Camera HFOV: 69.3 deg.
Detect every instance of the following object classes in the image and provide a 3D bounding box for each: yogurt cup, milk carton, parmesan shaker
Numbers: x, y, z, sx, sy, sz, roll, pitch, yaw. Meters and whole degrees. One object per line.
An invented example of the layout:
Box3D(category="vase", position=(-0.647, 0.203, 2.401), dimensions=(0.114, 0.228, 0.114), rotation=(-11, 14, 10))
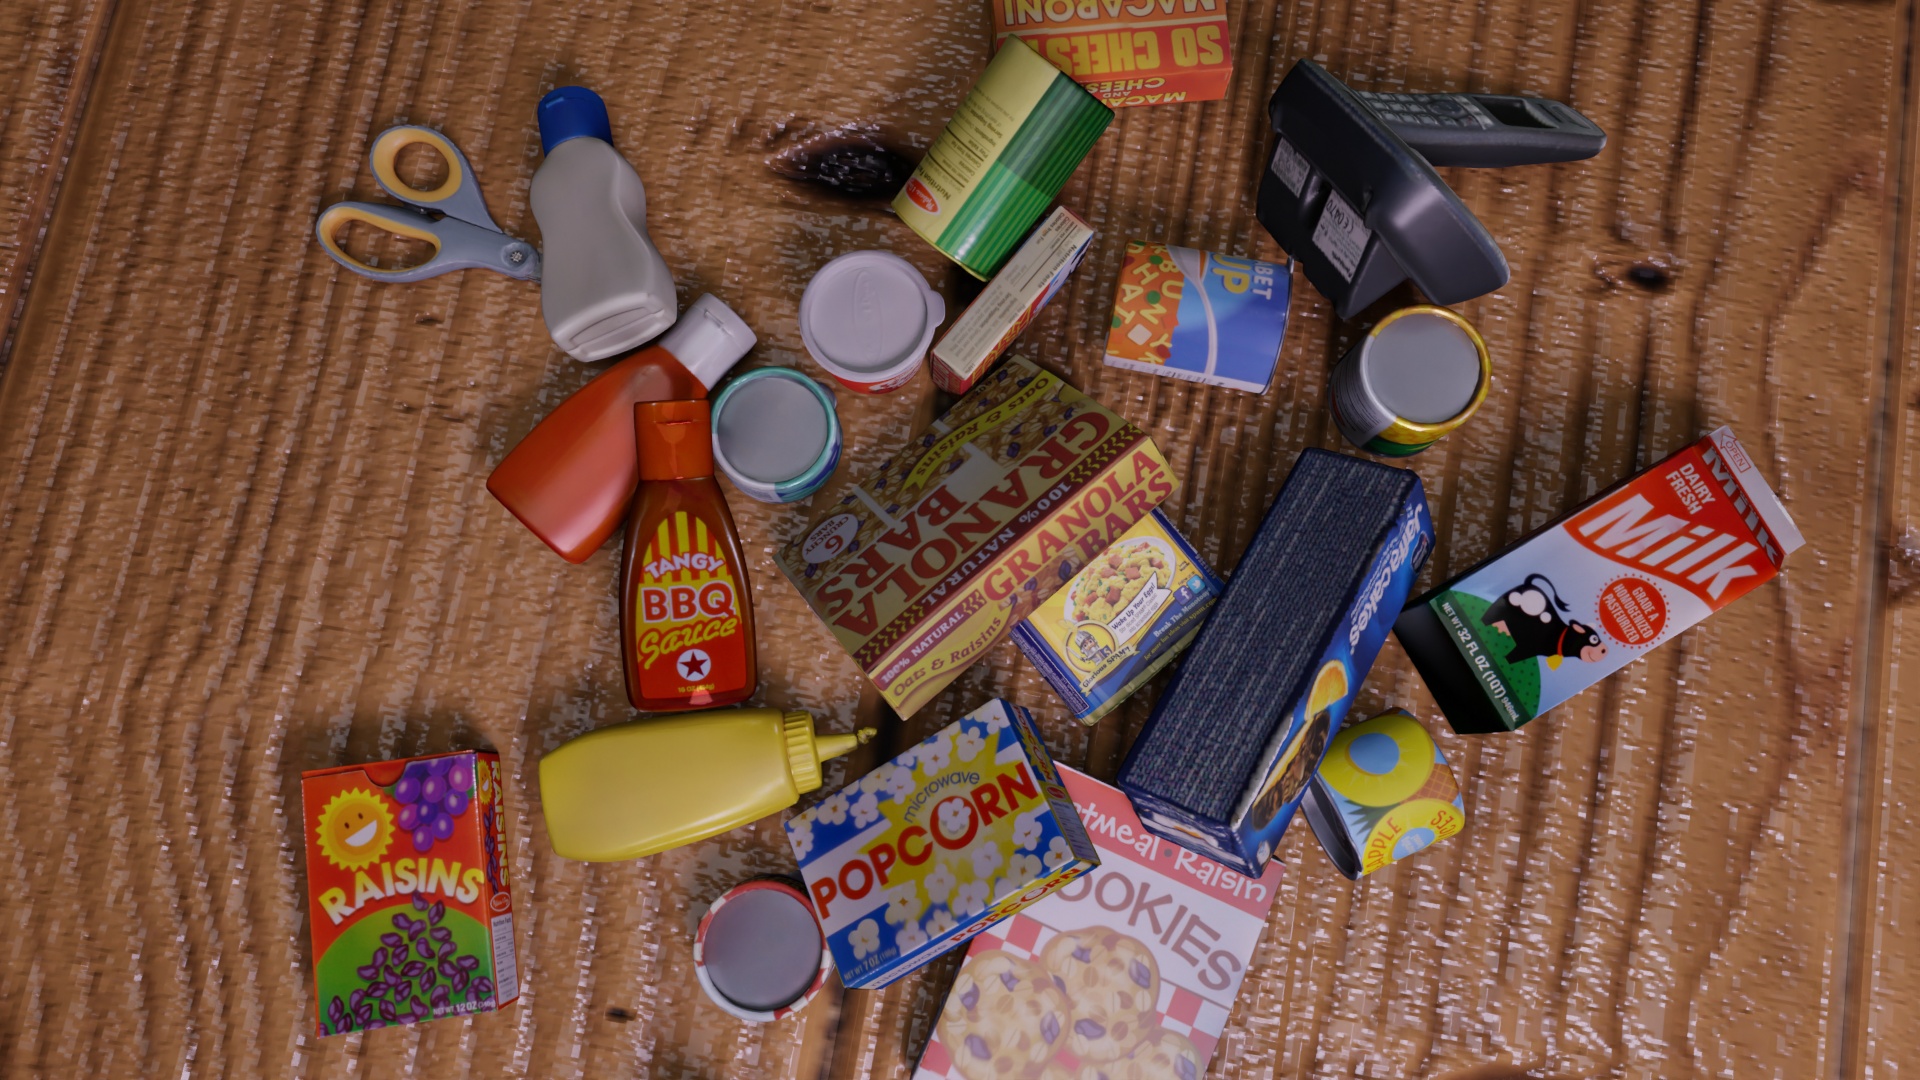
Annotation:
Box3D(category="yogurt cup", position=(-0.046, -0.107, 0.707), dimensions=(0.072, 0.054, 0.072), rotation=(0, 80, 0))
Box3D(category="milk carton", position=(0.314, 0.017, 0.675), dimensions=(0.191, 0.073, 0.072), rotation=(-28, 81, -5))
Box3D(category="parmesan shaker", position=(0.023, -0.189, 0.696), dimensions=(0.071, 0.071, 0.102), rotation=(40, 107, 6))

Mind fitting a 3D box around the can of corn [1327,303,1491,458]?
Box3D(category="can of corn", position=(0.228, -0.081, 0.700), dimensions=(0.071, 0.058, 0.071), rotation=(0, 81, 0))

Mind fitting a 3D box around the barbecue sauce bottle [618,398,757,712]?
Box3D(category="barbecue sauce bottle", position=(-0.135, 0.006, 0.674), dimensions=(0.065, 0.043, 0.148), rotation=(-5, 96, -14))

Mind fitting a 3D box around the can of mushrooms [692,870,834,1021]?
Box3D(category="can of mushrooms", position=(-0.092, 0.193, 0.666), dimensions=(0.071, 0.033, 0.071), rotation=(0, 80, 1))

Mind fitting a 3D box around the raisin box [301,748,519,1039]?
Box3D(category="raisin box", position=(-0.265, 0.167, 0.668), dimensions=(0.086, 0.040, 0.123), rotation=(-8, 80, 0))

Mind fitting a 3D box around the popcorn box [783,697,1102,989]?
Box3D(category="popcorn box", position=(-0.011, 0.141, 0.645), dimensions=(0.126, 0.038, 0.085), rotation=(-32, 62, 11))

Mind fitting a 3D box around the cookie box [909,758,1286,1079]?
Box3D(category="cookie box", position=(0.065, 0.204, 0.661), dimensions=(0.123, 0.040, 0.167), rotation=(23, 82, 5))

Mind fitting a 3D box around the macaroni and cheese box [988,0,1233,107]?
Box3D(category="macaroni and cheese box", position=(0.075, -0.317, 0.751), dimensions=(0.124, 0.040, 0.166), rotation=(-5, 80, 0))

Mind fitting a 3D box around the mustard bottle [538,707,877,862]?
Box3D(category="mustard bottle", position=(-0.118, 0.112, 0.672), dimensions=(0.160, 0.048, 0.065), rotation=(-11, 82, -2))

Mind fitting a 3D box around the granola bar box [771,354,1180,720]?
Box3D(category="granola bar box", position=(0.002, -0.008, 0.660), dimensions=(0.166, 0.124, 0.039), rotation=(-40, 126, -6))

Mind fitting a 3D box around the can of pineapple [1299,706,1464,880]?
Box3D(category="can of pineapple", position=(0.198, 0.121, 0.660), dimensions=(0.058, 0.071, 0.071), rotation=(-23, 81, -4))

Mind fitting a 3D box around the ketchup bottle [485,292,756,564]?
Box3D(category="ketchup bottle", position=(-0.167, -0.061, 0.705), dimensions=(0.065, 0.043, 0.149), rotation=(42, 83, 4))

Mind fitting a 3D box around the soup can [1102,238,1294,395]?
Box3D(category="soup can", position=(0.119, -0.116, 0.701), dimensions=(0.084, 0.071, 0.071), rotation=(11, 81, 2))

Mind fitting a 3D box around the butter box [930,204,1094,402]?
Box3D(category="butter box", position=(0.025, -0.120, 0.710), dimensions=(0.024, 0.053, 0.103), rotation=(40, 83, 3))

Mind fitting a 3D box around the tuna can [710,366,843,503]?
Box3D(category="tuna can", position=(-0.092, -0.056, 0.709), dimensions=(0.071, 0.033, 0.071), rotation=(0, 81, 0))

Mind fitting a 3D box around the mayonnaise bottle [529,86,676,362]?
Box3D(category="mayonnaise bottle", position=(-0.187, -0.165, 0.708), dimensions=(0.065, 0.041, 0.148), rotation=(-21, 64, 10))
